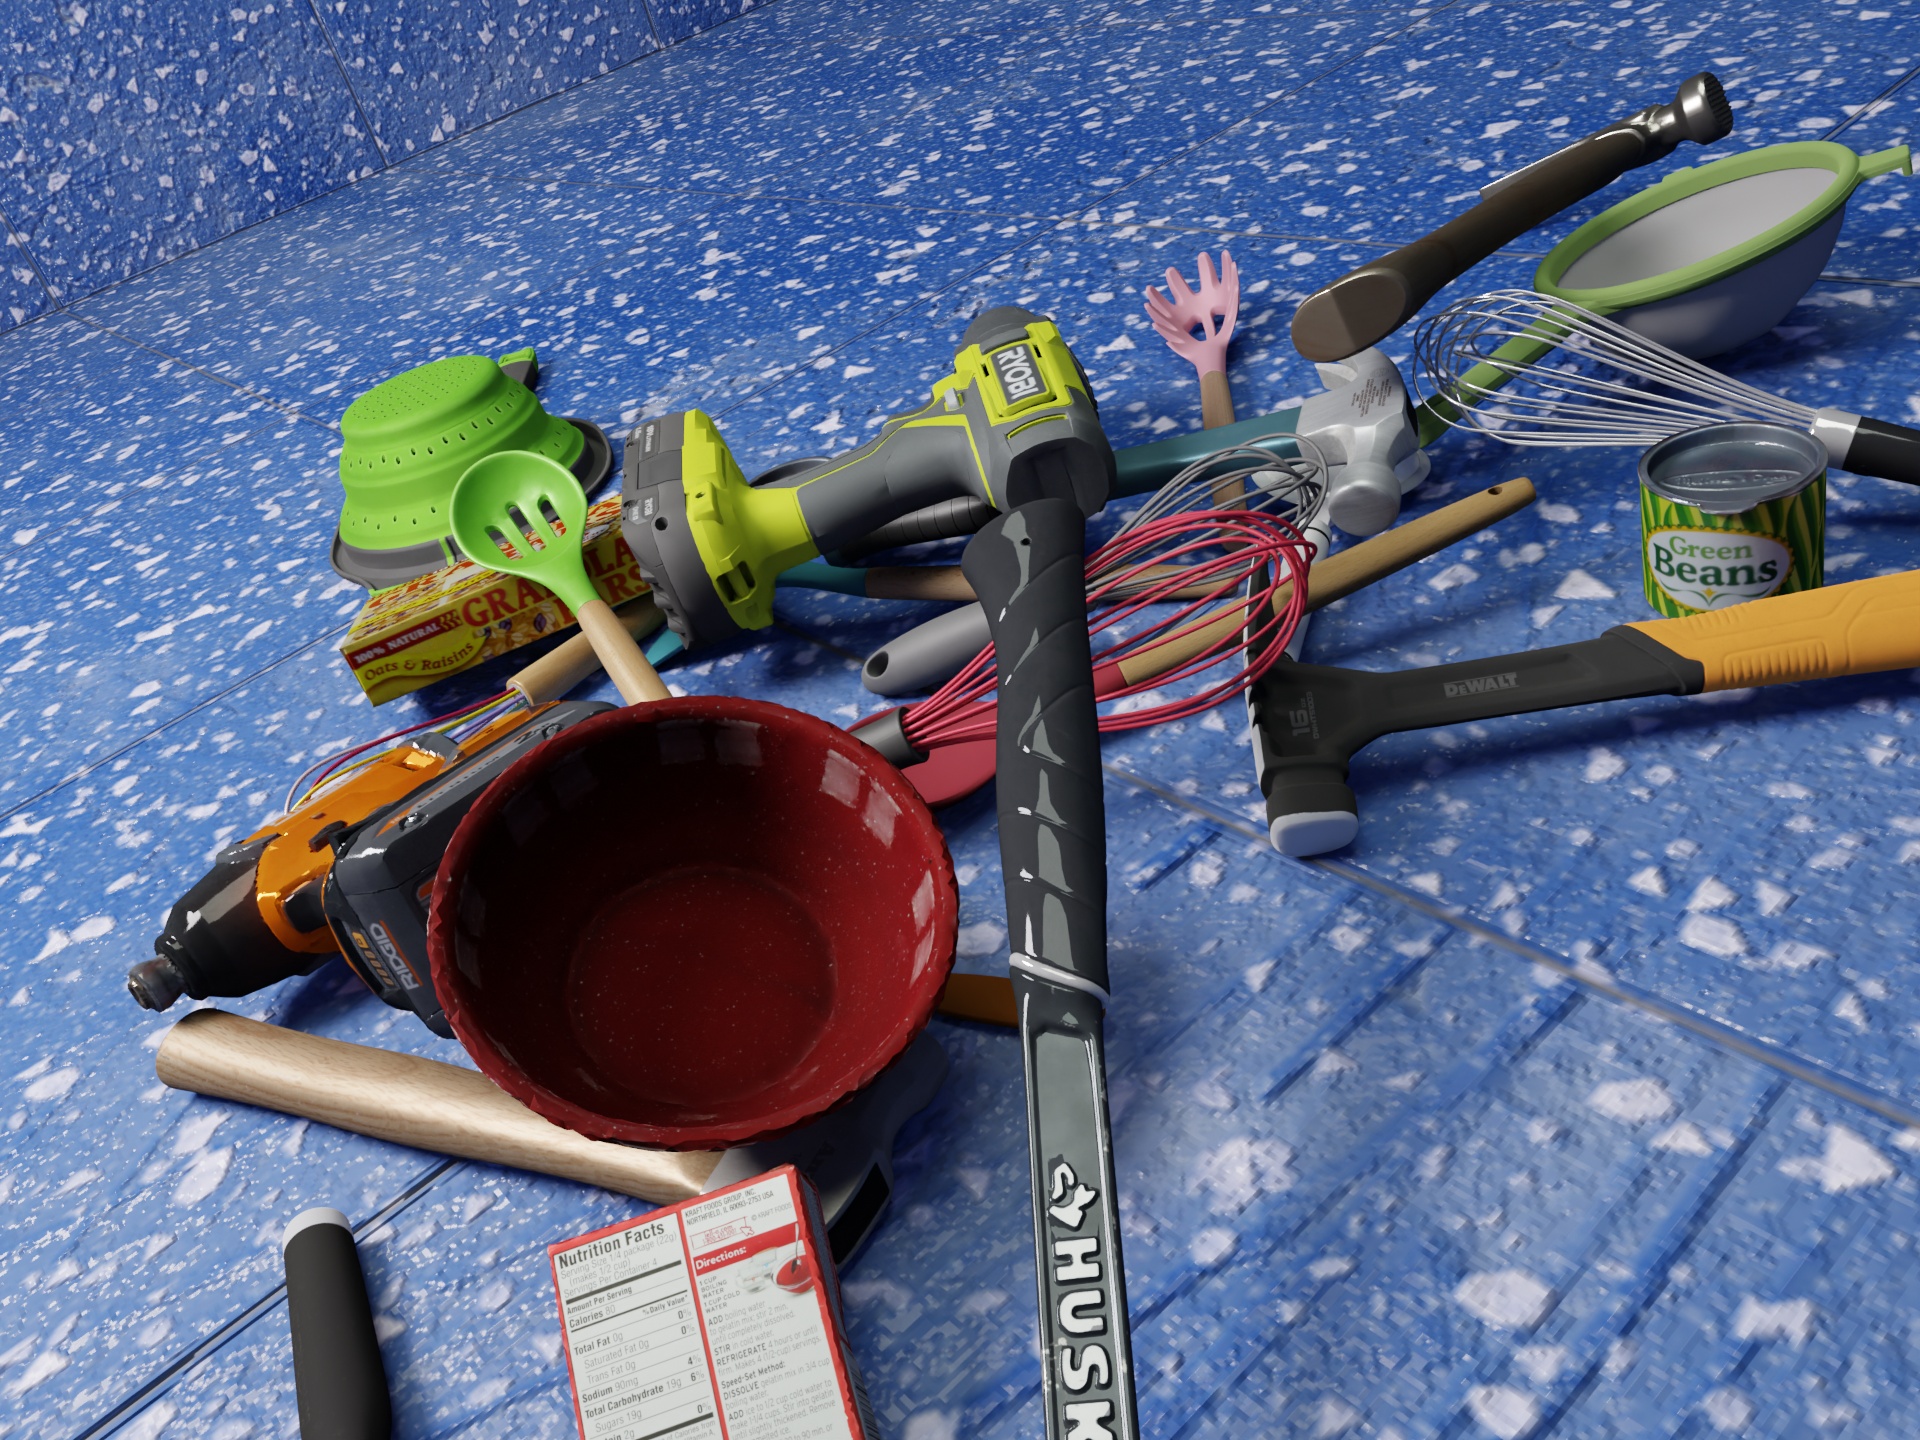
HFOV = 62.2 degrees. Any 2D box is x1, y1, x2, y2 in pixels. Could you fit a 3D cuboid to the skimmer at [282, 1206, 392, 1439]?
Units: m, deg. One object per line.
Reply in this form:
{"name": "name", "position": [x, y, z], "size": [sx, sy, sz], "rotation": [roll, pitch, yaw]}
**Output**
{"name": "skimmer", "position": [-0.165, 0.227, 0.376], "size": [0.127, 0.090, 0.364], "rotation": [-54, 34, 4]}

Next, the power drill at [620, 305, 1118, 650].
{"name": "power drill", "position": [-0.047, -0.129, 0.782], "size": [0.223, 0.080, 0.171], "rotation": [-19, 39, 5]}

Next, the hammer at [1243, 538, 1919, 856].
{"name": "hammer", "position": [0.272, -0.031, 0.571], "size": [0.337, 0.034, 0.127], "rotation": [-8, 57, 11]}

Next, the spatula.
{"name": "spatula", "position": [-0.018, -0.061, 0.797], "size": [0.317, 0.044, 0.082], "rotation": [2, 38, 21]}

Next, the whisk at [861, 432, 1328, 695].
{"name": "whisk", "position": [0.052, -0.061, 0.696], "size": [0.239, 0.055, 0.055], "rotation": [-23, 28, 28]}

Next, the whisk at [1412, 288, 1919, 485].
{"name": "whisk", "position": [0.325, -0.124, 0.657], "size": [0.285, 0.070, 0.070], "rotation": [21, 48, 25]}

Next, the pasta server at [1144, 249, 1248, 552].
{"name": "pasta server", "position": [0.139, -0.184, 0.886], "size": [0.060, 0.040, 0.316], "rotation": [-21, 32, 19]}

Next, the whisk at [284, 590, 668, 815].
{"name": "whisk", "position": [-0.238, -0.002, 0.800], "size": [0.051, 0.047, 0.245], "rotation": [12, 40, 40]}

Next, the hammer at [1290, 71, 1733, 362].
{"name": "hammer", "position": [0.268, -0.252, 0.818], "size": [0.146, 0.038, 0.410], "rotation": [-17, 14, 46]}

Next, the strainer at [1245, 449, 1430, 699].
{"name": "strainer", "position": [0.164, -0.090, 0.734], "size": [0.087, 0.050, 0.259], "rotation": [5, 42, 21]}

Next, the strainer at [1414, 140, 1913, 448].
{"name": "strainer", "position": [0.326, -0.189, 0.779], "size": [0.256, 0.069, 0.152], "rotation": [-36, 23, -8]}

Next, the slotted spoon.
{"name": "slotted spoon", "position": [-0.167, -0.036, 0.756], "size": [0.070, 0.031, 0.314], "rotation": [-31, 52, -12]}

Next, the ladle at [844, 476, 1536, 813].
{"name": "ladle", "position": [0.090, -0.031, 0.661], "size": [0.315, 0.031, 0.069], "rotation": [-24, 40, 3]}

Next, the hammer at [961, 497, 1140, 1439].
{"name": "hammer", "position": [0.033, 0.088, 0.437], "size": [0.149, 0.036, 0.409], "rotation": [-9, 51, 9]}

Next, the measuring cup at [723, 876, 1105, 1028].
{"name": "measuring cup", "position": [-0.031, 0.077, 0.567], "size": [0.174, 0.052, 0.095], "rotation": [3, 38, 33]}

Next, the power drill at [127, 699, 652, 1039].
{"name": "power drill", "position": [-0.222, 0.063, 0.617], "size": [0.226, 0.084, 0.164], "rotation": [-7, 25, 49]}

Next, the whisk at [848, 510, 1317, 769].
{"name": "whisk", "position": [-0.001, -0.002, 0.608], "size": [0.296, 0.073, 0.073], "rotation": [-24, 30, 19]}

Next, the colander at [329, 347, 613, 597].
{"name": "colander", "position": [-0.356, -0.226, 1.143], "size": [0.204, 0.094, 0.398], "rotation": [-17, 33, 3]}

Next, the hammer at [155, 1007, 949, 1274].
{"name": "hammer", "position": [-0.173, 0.142, 0.562], "size": [0.331, 0.031, 0.130], "rotation": [3, 38, 30]}

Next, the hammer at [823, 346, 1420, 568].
{"name": "hammer", "position": [0.061, -0.118, 0.786], "size": [0.331, 0.033, 0.128], "rotation": [-7, 43, 33]}
